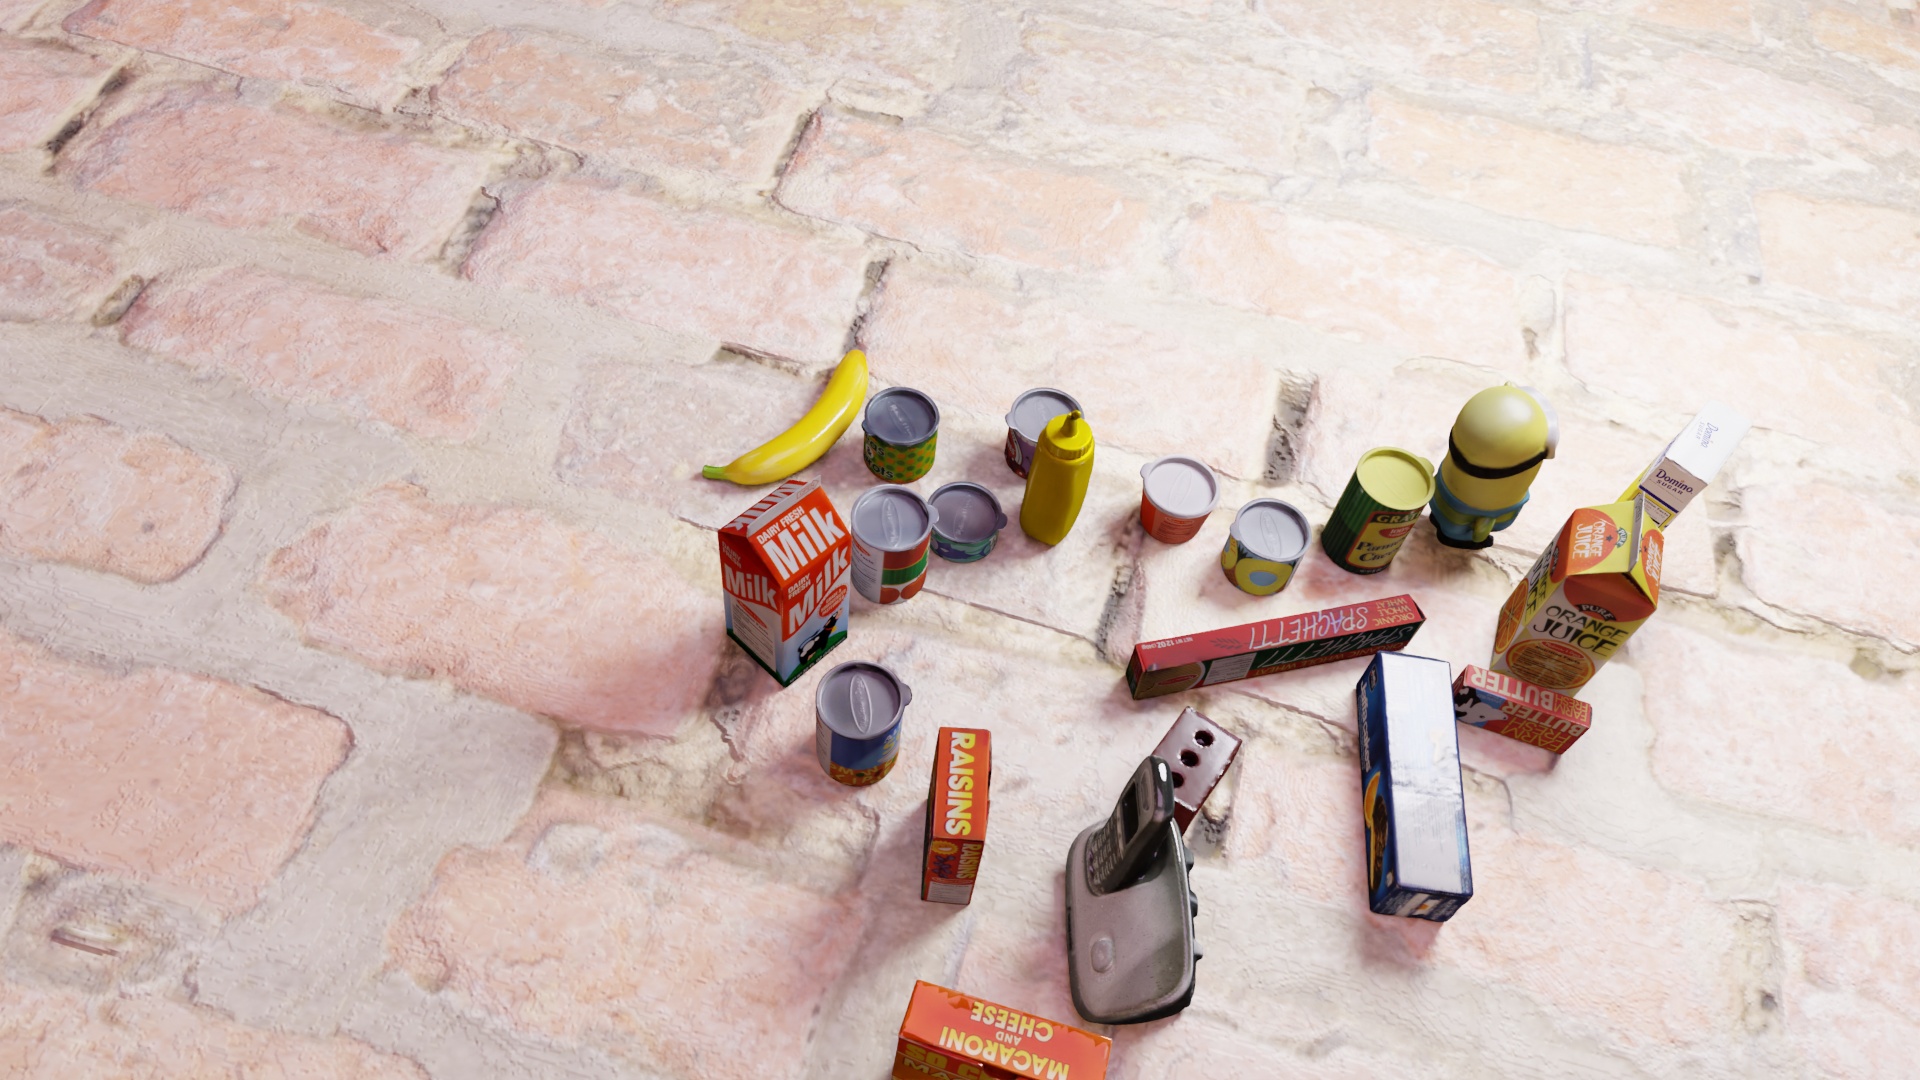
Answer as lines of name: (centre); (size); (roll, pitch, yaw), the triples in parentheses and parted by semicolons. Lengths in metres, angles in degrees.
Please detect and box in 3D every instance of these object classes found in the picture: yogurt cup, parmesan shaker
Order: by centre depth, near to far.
parmesan shaker: (0.361, -0.025, 1.200); (0.071, 0.102, 0.071); (3, 55, -4)
yogurt cup: (0.189, -0.034, 1.219); (0.072, 0.053, 0.073); (3, 55, -4)

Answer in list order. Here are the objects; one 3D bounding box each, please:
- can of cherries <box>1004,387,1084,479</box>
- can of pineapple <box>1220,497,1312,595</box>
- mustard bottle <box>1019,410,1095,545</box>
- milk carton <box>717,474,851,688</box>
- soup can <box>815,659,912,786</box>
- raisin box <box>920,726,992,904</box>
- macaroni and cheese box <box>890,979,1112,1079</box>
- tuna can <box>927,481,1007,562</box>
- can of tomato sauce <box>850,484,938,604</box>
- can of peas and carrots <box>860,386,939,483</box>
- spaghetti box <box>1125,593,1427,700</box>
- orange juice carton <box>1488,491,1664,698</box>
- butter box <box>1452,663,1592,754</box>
can of cherries: (0.072, -0.094, 1.247); (0.071, 0.058, 0.072); (3, 55, -4)
can of pineapple: (0.260, 0.005, 1.196); (0.071, 0.057, 0.071); (3, 55, -4)
mustard bottle: (0.084, -0.061, 1.163); (0.049, 0.159, 0.065); (24, 56, 11)
milk carton: (-0.133, 0.025, 1.062); (0.073, 0.189, 0.072); (40, 61, 20)
soup can: (-0.074, 0.139, 1.053); (0.071, 0.083, 0.072); (3, 55, -4)
raisin box: (-0.003, 0.199, 0.994); (0.040, 0.122, 0.086); (5, 55, -2)
macaroni and cheese box: (0.020, 0.337, 0.873); (0.124, 0.165, 0.040); (16, 55, 5)
tuna can: (0.004, -0.015, 1.200); (0.071, 0.032, 0.071); (3, 55, -4)
can of tomato sauce: (-0.057, 0.004, 1.150); (0.071, 0.082, 0.071); (3, 55, -4)
can of peas and carrots: (-0.055, -0.092, 1.232); (0.071, 0.058, 0.071); (3, 55, -4)
spaghetti box: (0.259, 0.087, 1.143); (0.250, 0.050, 0.029); (-9, 57, -12)
orange juice carton: (0.499, 0.043, 1.112); (0.073, 0.191, 0.072); (20, 56, 9)
butter box: (0.450, 0.137, 1.126); (0.103, 0.052, 0.024); (18, 56, 7)
